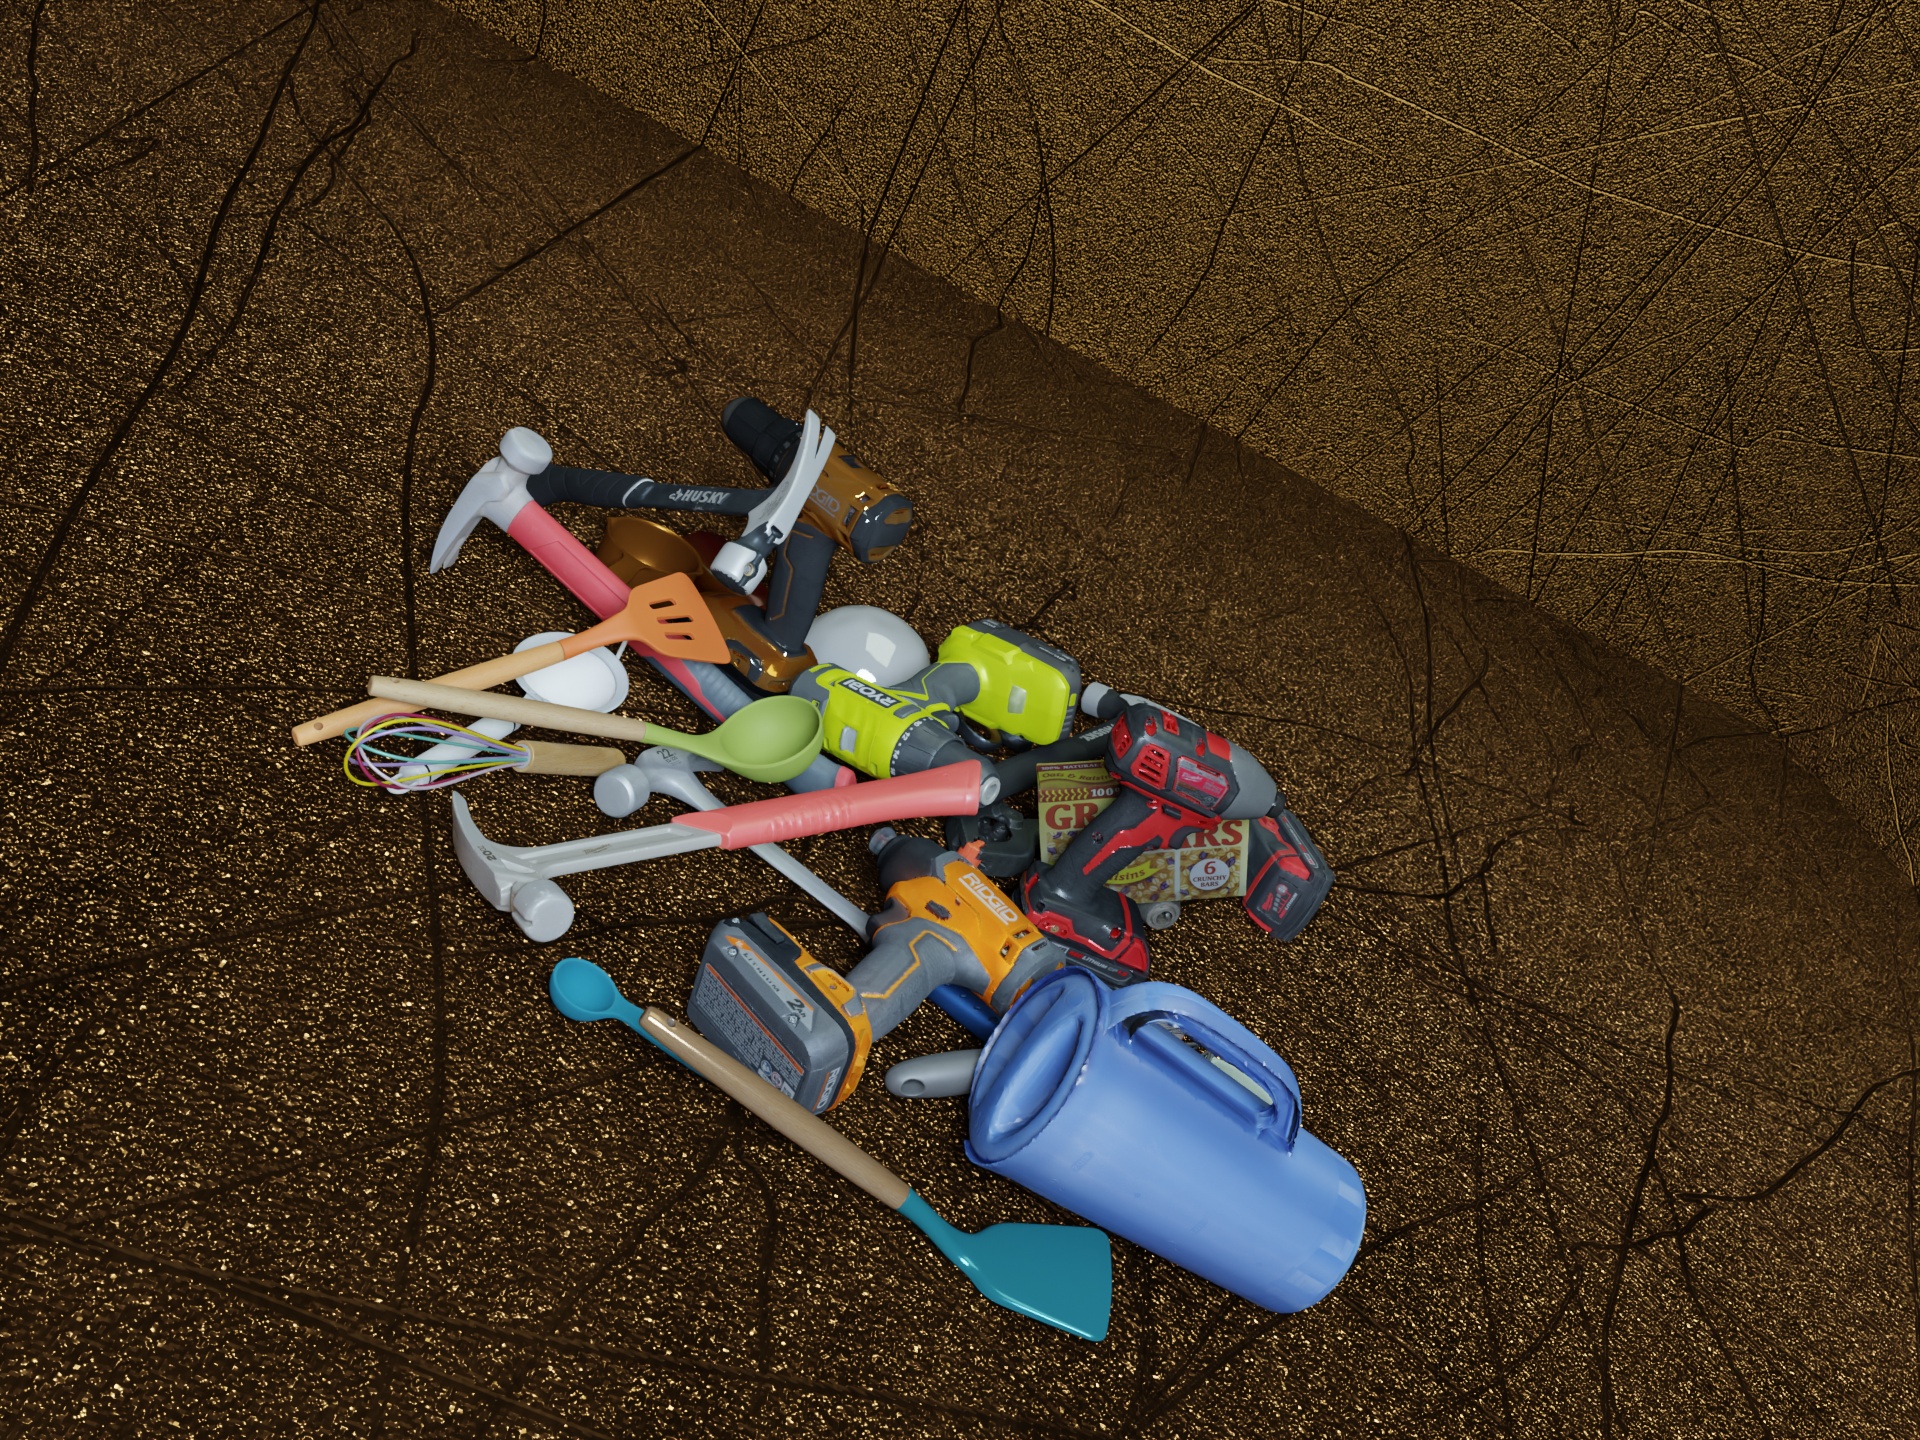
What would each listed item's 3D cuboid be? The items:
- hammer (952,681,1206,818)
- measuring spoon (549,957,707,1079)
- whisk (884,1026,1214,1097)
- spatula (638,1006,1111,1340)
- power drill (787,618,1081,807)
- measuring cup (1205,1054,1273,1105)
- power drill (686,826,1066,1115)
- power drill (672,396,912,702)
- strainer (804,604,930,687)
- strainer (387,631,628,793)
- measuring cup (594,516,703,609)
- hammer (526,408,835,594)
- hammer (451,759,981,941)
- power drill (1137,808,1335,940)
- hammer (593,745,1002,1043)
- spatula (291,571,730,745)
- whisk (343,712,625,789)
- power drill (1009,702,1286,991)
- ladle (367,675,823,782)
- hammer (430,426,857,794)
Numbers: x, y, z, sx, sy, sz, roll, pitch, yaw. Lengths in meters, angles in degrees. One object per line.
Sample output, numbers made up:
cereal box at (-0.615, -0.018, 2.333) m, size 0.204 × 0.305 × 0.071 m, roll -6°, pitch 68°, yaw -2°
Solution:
hammer at (0.094, 0.032, 1.392) m, size 0.146 × 0.035 × 0.334 m, roll 24°, pitch 25°, yaw 30°
measuring spoon at (-0.189, 0.186, 0.938) m, size 0.128 × 0.021 × 0.042 m, roll 36°, pitch 23°, yaw -11°
whisk at (0.065, 0.222, 1.048) m, size 0.239 × 0.055 × 0.055 m, roll -3°, pitch 37°, yaw -20°
spatula at (-0.046, 0.249, 0.901) m, size 0.317 × 0.044 × 0.082 m, roll 38°, pitch 27°, yaw -14°
power drill at (-0.002, -0.004, 1.294) m, size 0.191 × 0.080 × 0.228 m, roll 26°, pitch 30°, yaw 30°
measuring cup at (0.155, 0.278, 1.118) m, size 0.167 × 0.038 × 0.083 m, roll 9°, pitch 33°, yaw -37°
power drill at (-0.060, 0.148, 1.021) m, size 0.226 × 0.084 × 0.164 m, roll -19°, pitch 51°, yaw -44°
power drill at (-0.159, -0.139, 1.316) m, size 0.185 × 0.226 × 0.084 m, roll 40°, pitch 26°, yaw 18°
strainer at (-0.058, -0.031, 1.415) m, size 0.151 × 0.069 × 0.257 m, roll 9°, pitch 31°, yaw -39°
strainer at (-0.315, -0.003, 1.115) m, size 0.087 × 0.050 × 0.258 m, roll 34°, pitch 31°, yaw 6°
measuring cup at (-0.283, -0.115, 1.345) m, size 0.095 × 0.052 × 0.174 m, roll 30°, pitch 27°, yaw -2°
hammer at (-0.250, -0.189, 1.297) m, size 0.409 × 0.149 × 0.036 m, roll 14°, pitch -23°, yaw 48°
hammer at (-0.142, 0.064, 1.046) m, size 0.359 × 0.036 × 0.149 m, roll -9°, pitch 28°, yaw -34°
power drill at (0.218, 0.130, 1.421) m, size 0.226 × 0.080 × 0.188 m, roll 16°, pitch 28°, yaw -24°
hammer at (-0.066, 0.141, 1.127) m, size 0.405 × 0.035 × 0.144 m, roll 36°, pitch 25°, yaw 10°
spatula at (-0.302, -0.036, 1.103) m, size 0.322 × 0.041 × 0.081 m, roll -23°, pitch 78°, yaw -35°
whisk at (-0.306, 0.025, 1.042) m, size 0.051 × 0.047 × 0.244 m, roll 13°, pitch 2°, yaw 27°
power drill at (0.141, 0.100, 1.215) m, size 0.143 × 0.219 × 0.079 m, roll 23°, pitch 26°, yaw -16°
ladle at (-0.240, -0.007, 1.095) m, size 0.320 × 0.062 × 0.078 m, roll 11°, pitch 28°, yaw -33°
hammer at (-0.239, -0.047, 1.238) m, size 0.386 × 0.143 × 0.038 m, roll 43°, pitch 26°, yaw -1°
